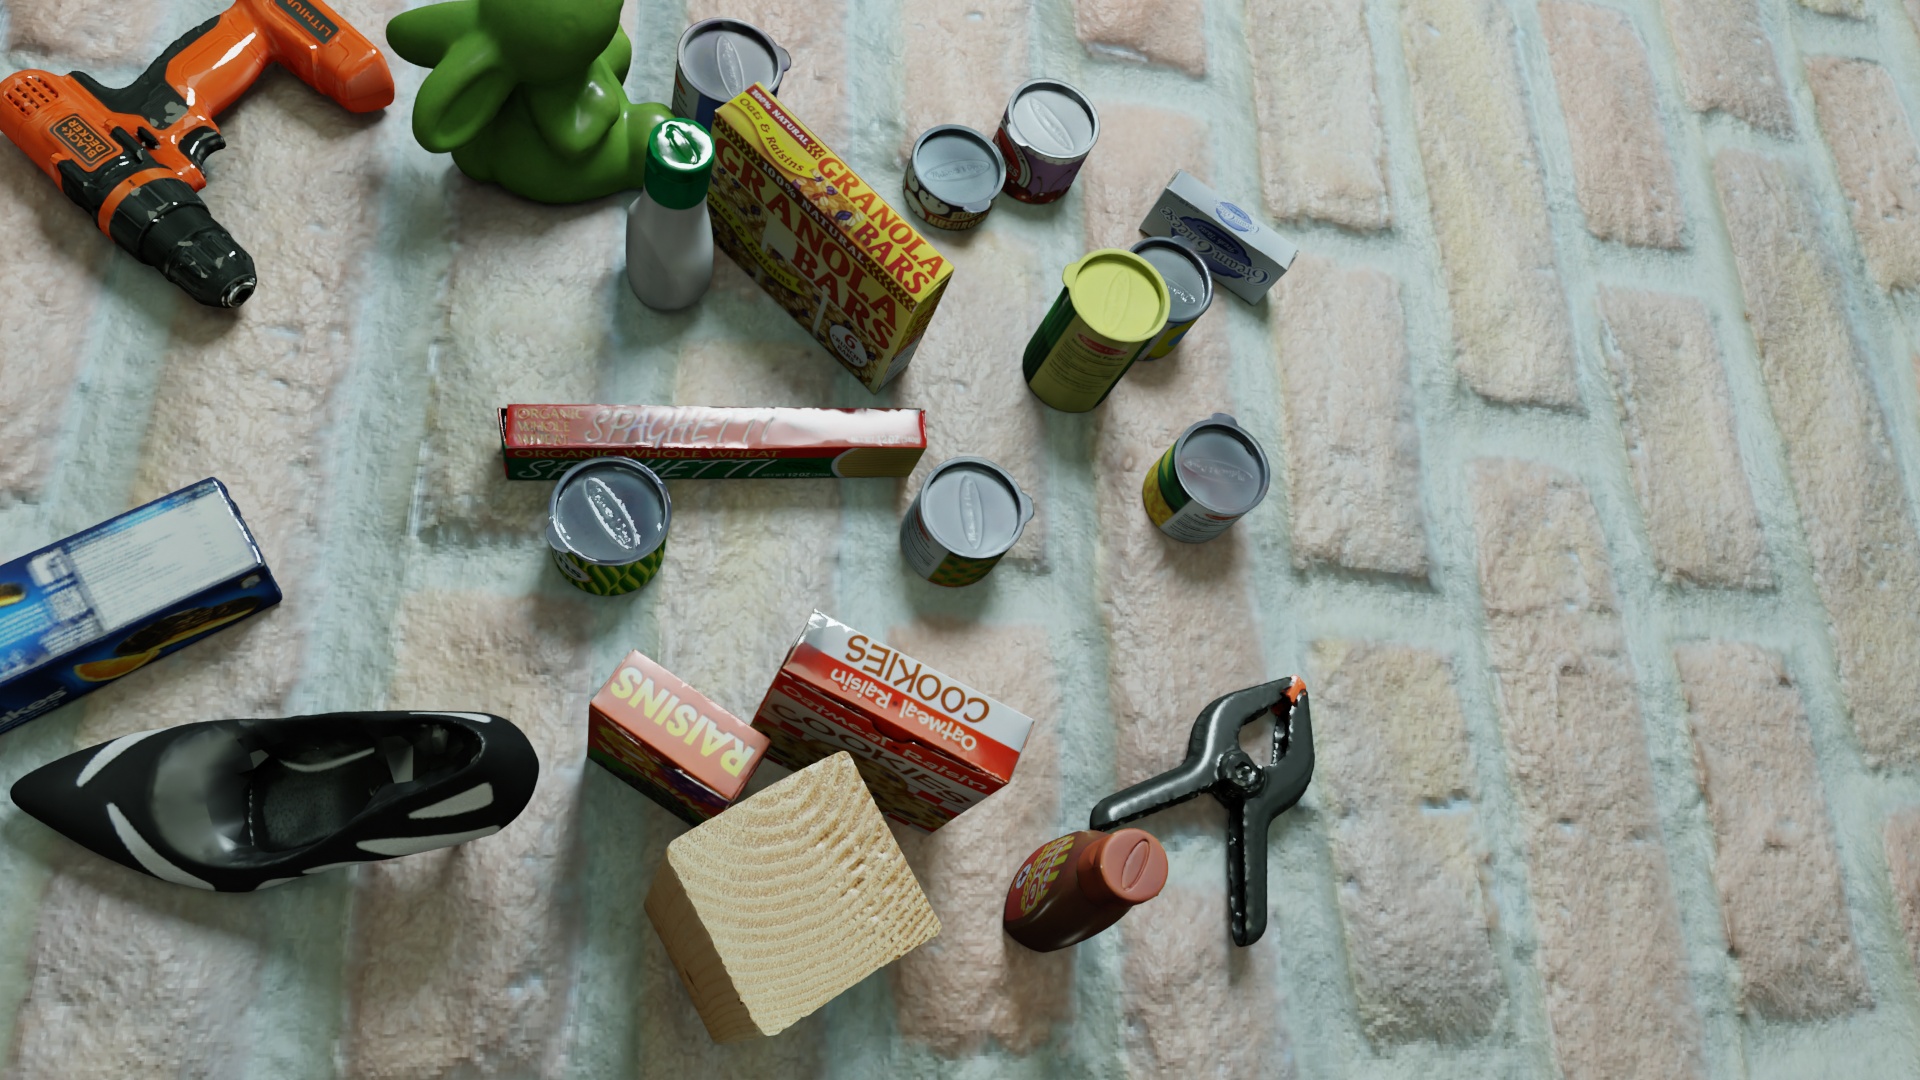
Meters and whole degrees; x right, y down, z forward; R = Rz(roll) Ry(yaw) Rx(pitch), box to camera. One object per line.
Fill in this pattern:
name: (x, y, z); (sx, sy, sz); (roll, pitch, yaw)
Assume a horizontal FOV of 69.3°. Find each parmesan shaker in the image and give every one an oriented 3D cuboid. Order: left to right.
parmesan shaker: (0.083, -0.135, 0.901); (0.071, 0.102, 0.071); (5, 68, -14)

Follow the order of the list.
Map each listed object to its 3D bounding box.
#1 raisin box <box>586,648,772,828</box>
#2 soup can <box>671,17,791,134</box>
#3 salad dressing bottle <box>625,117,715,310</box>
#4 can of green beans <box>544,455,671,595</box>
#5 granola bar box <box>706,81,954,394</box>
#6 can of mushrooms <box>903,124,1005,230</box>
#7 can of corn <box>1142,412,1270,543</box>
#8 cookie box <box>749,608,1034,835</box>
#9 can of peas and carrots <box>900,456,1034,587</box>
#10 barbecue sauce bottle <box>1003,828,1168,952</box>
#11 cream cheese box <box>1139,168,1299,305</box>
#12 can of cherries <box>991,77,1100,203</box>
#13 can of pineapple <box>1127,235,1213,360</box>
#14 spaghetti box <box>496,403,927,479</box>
raisin box: (-0.151, 0.109, 0.728); (0.086, 0.123, 0.040); (35, 65, -1)
soup can: (-0.151, -0.285, 0.902); (0.071, 0.083, 0.071); (5, 68, -14)
salad dressing bottle: (-0.171, -0.191, 0.825); (0.044, 0.147, 0.064); (-30, 81, -24)
can of green beans: (-0.201, -0.007, 0.795); (0.071, 0.057, 0.071); (5, 68, -14)
granola bar box: (-0.087, -0.183, 0.859); (0.165, 0.123, 0.039); (44, 65, 3)
can of mushrooms: (-0.004, -0.248, 0.958); (0.071, 0.033, 0.071); (5, 68, -14)
can of corn: (0.160, -0.040, 0.910); (0.071, 0.058, 0.071); (5, 68, -14)
cookie box: (-0.045, 0.103, 0.736); (0.123, 0.166, 0.040); (27, 65, -5)
can of peas and carrots: (0.003, -0.011, 0.854); (0.071, 0.058, 0.071); (5, 68, -14)
barbecue sauce bottle: (0.067, 0.184, 0.747); (0.043, 0.148, 0.065); (32, 65, -3)
cream cheese box: (0.183, -0.215, 0.988); (0.104, 0.053, 0.024); (34, 65, -1)
can of cherries: (0.055, -0.278, 0.973); (0.071, 0.058, 0.072); (5, 68, -14)
can of pineapple: (0.133, -0.166, 0.952); (0.071, 0.057, 0.071); (5, 68, -14)
spaghetti box: (-0.146, -0.059, 0.835); (0.250, 0.050, 0.029); (-1, 70, -16)
